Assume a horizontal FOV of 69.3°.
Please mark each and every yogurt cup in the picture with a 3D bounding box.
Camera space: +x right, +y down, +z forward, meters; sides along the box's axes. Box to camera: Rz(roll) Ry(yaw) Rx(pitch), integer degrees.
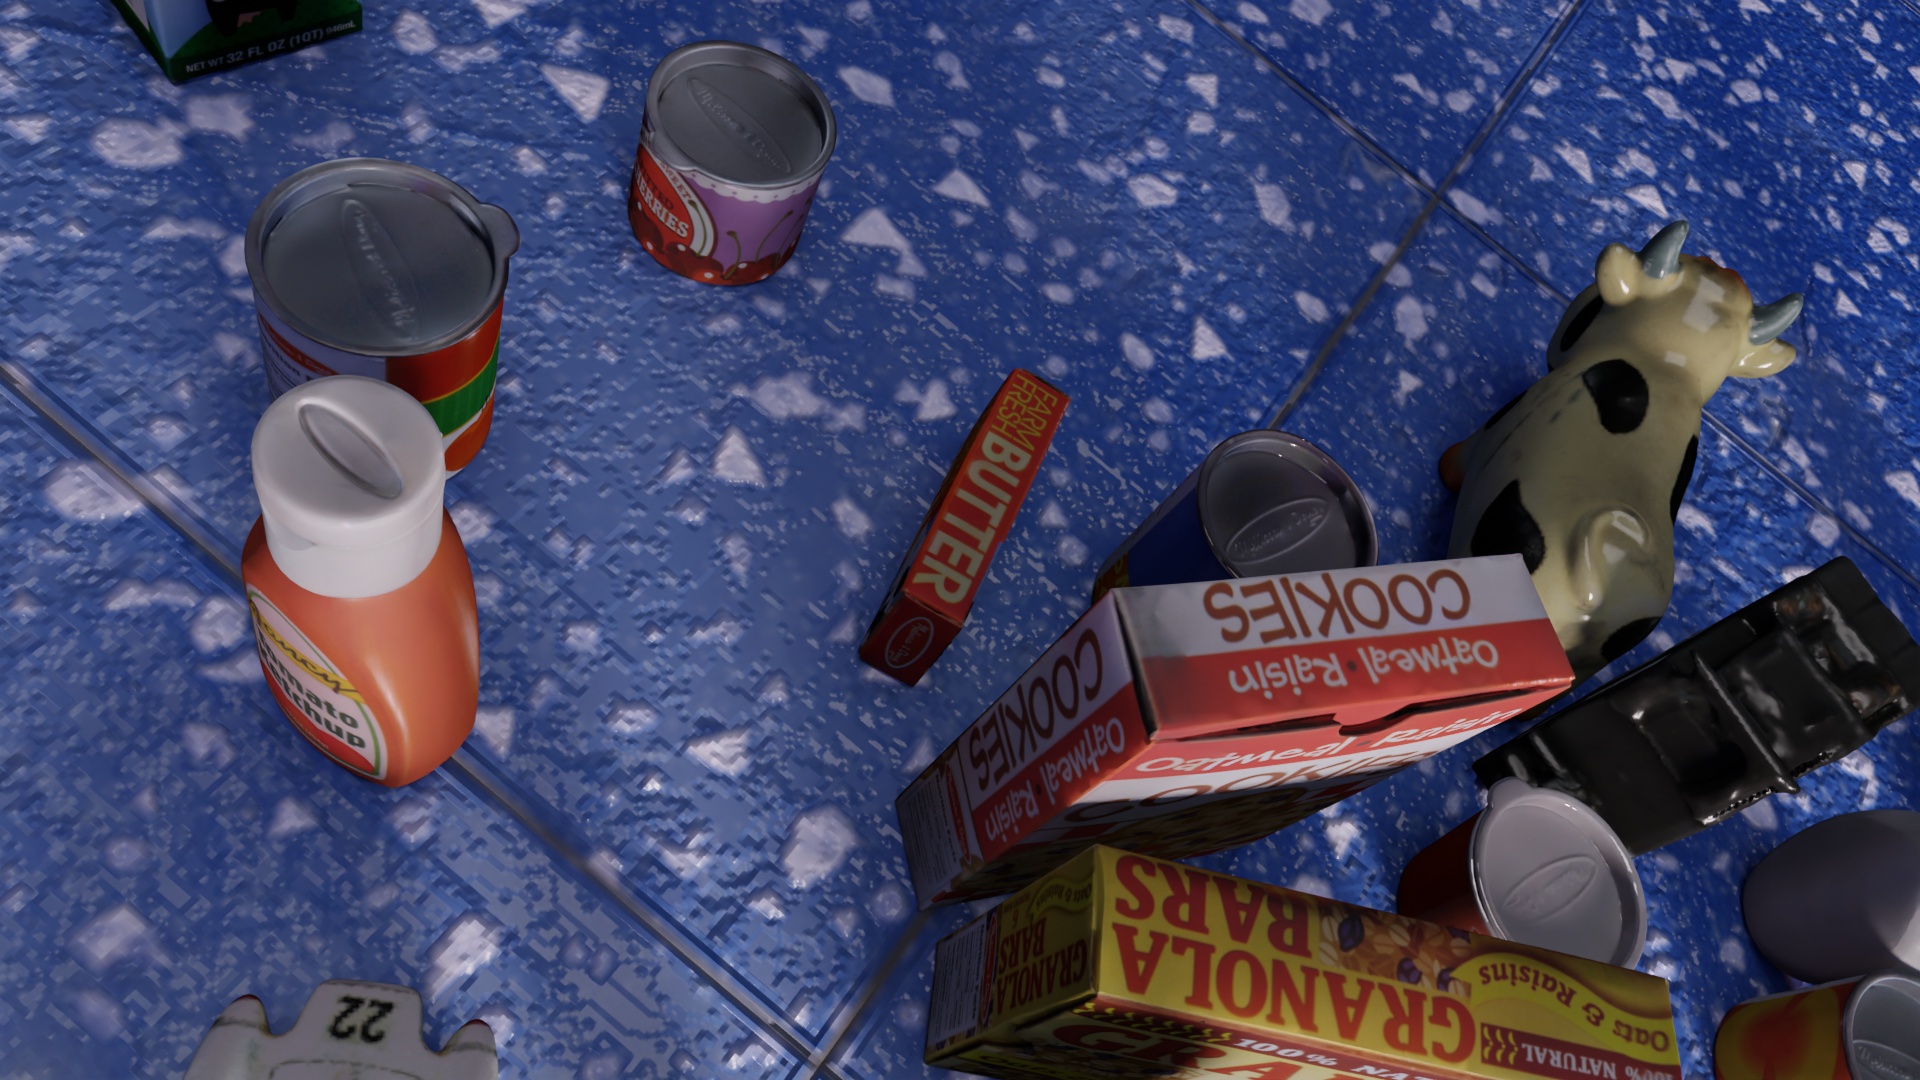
[{"bbox_3d":[0.187,0.124,0.473,0.072,0.053,0.073,9,61,-17],"label":"yogurt cup"}]

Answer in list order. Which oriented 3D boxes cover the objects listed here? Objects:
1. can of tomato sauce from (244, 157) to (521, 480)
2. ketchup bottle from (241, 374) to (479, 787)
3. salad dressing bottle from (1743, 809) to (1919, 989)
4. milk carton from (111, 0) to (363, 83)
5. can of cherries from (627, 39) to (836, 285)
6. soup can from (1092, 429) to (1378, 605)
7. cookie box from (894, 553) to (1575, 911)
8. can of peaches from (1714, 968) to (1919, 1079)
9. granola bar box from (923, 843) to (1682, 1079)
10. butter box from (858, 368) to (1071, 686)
[{"bbox_3d":[-0.170,-0.061,0.413,0.071,0.082,0.071,9,61,-17],"label":"can of tomato sauce"},{"bbox_3d":[-0.148,0.012,0.343,0.065,0.148,0.044,42,57,3],"label":"ketchup bottle"},{"bbox_3d":[0.348,0.118,0.484,0.044,0.147,0.064,16,59,-13],"label":"salad dressing bottle"},{"bbox_3d":[-0.233,-0.239,0.418,0.073,0.189,0.073,-33,79,-32],"label":"milk carton"},{"bbox_3d":[-0.086,-0.134,0.499,0.071,0.058,0.072,9,61,-17],"label":"can of cherries"},{"bbox_3d":[0.093,0.013,0.477,0.071,0.083,0.071,9,61,-17],"label":"soup can"},{"bbox_3d":[0.066,0.059,0.392,0.123,0.166,0.040,-4,66,-24],"label":"cookie box"},{"bbox_3d":[0.311,0.191,0.484,0.071,0.057,0.071,9,61,-17],"label":"can of peaches"},{"bbox_3d":[0.087,0.135,0.386,0.166,0.123,0.039,16,59,-13],"label":"granola bar box"},{"bbox_3d":[0.002,-0.006,0.469,0.024,0.053,0.104,30,57,-5],"label":"butter box"}]
